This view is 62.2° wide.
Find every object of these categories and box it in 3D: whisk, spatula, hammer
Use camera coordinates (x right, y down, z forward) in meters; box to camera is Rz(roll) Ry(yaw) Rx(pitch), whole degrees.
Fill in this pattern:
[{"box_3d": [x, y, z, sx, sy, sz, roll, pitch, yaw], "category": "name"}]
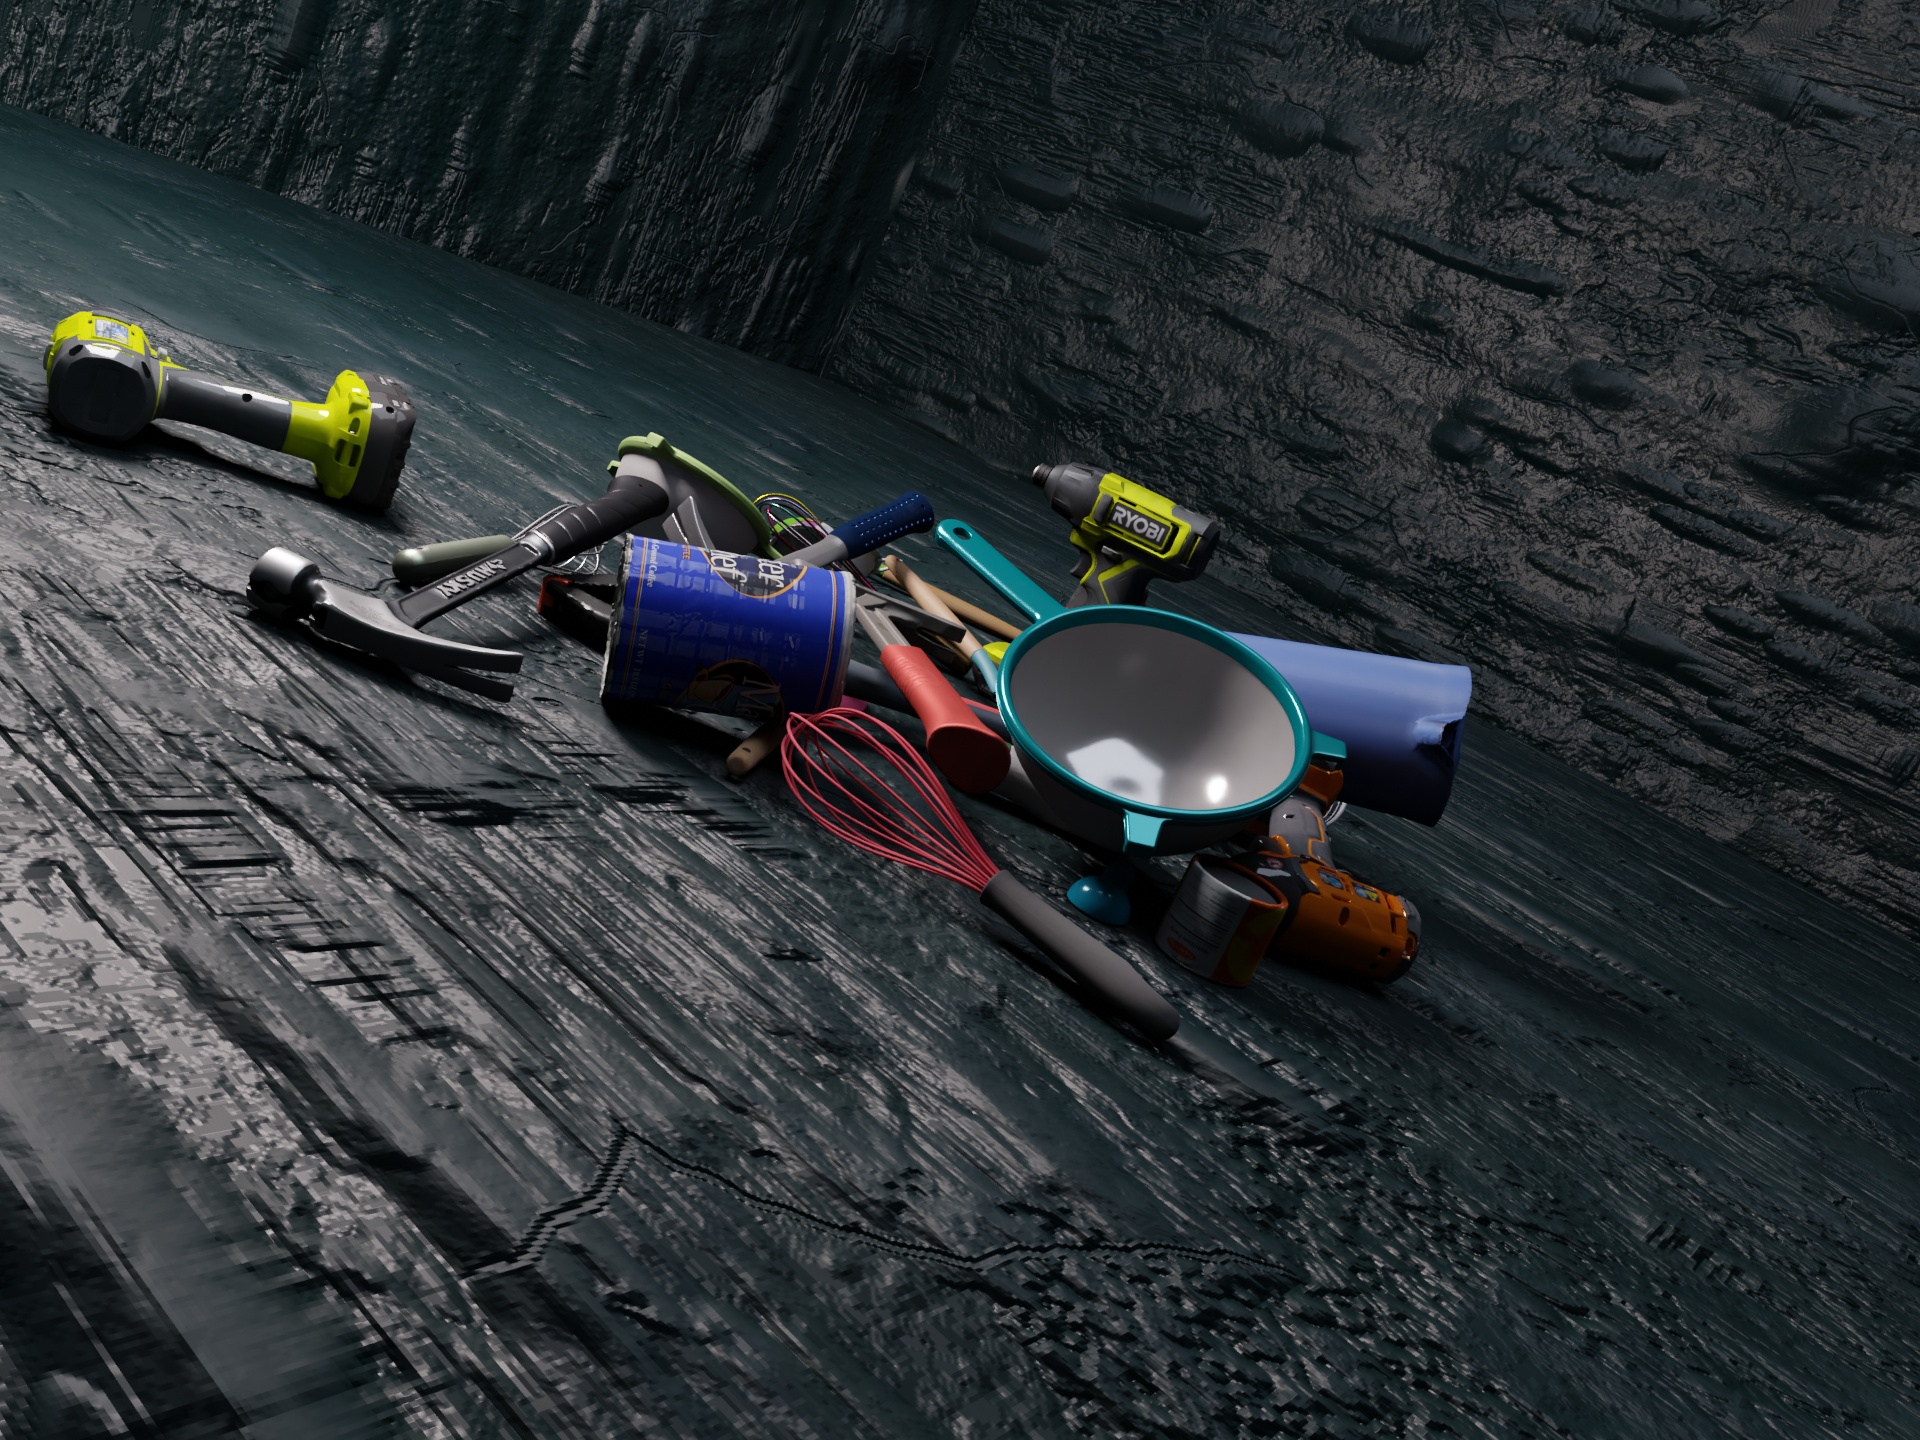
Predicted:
[{"box_3d": [-0.087, -0.122, 1.430, 0.245, 0.051, 0.047, 37, 50, -6], "category": "whisk"}, {"box_3d": [0.011, -0.077, 1.383, 0.082, 0.044, 0.318, 13, 24, -38], "category": "spatula"}, {"box_3d": [-0.278, -0.108, 1.038, 0.149, 0.036, 0.409, 25, 22, 3], "category": "hammer"}, {"box_3d": [0.032, 0.010, 1.195, 0.386, 0.038, 0.143, 17, 16, -39], "category": "hammer"}, {"box_3d": [-0.317, -0.118, 1.120, 0.058, 0.059, 0.246, -10, 8, 19], "category": "whisk"}, {"box_3d": [-0.023, -0.029, 1.051, 0.149, 0.036, 0.359, 22, 12, -21], "category": "hammer"}, {"box_3d": [-0.112, -0.150, 1.348, 0.144, 0.035, 0.405, 51, 25, -1], "category": "hammer"}, {"box_3d": [0.004, 0.081, 0.887, 0.296, 0.073, 0.073, 37, 18, 25], "category": "whisk"}]

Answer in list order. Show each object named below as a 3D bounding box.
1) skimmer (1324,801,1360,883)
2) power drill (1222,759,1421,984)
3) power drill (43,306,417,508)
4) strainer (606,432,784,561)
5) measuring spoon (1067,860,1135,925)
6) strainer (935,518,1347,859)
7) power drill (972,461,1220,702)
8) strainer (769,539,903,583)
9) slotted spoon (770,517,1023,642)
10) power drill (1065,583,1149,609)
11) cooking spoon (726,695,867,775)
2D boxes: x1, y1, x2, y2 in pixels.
[{"box_3d": [0.308, 0.084, 1.314, 0.127, 0.090, 0.363, 21, 14, -12], "category": "skimmer"}, {"box_3d": [0.221, 0.083, 1.139, 0.164, 0.084, 0.227, 20, 28, -18], "category": "power drill"}, {"box_3d": [-0.519, -0.231, 1.127, 0.228, 0.080, 0.191, 12, 18, -32], "category": "power drill"}, {"box_3d": [-0.203, -0.140, 1.377, 0.256, 0.069, 0.151, 38, -17, -20], "category": "strainer"}, {"box_3d": [0.101, 0.102, 1.034, 0.042, 0.021, 0.128, 27, 15, 10], "category": "measuring spoon"}, {"box_3d": [0.082, -0.016, 1.100, 0.211, 0.095, 0.341, -20, 49, -32], "category": "strainer"}, {"box_3d": [0.107, -0.108, 1.413, 0.171, 0.223, 0.080, 28, 14, 14], "category": "power drill"}, {"box_3d": [-0.184, -0.169, 1.538, 0.258, 0.050, 0.086, 16, -26, -7], "category": "strainer"}, {"box_3d": [-0.057, -0.148, 1.708, 0.314, 0.031, 0.070, 26, 13, 2], "category": "slotted spoon"}, {"box_3d": [0.186, -0.048, 1.530, 0.219, 0.143, 0.079, 27, 16, -18], "category": "power drill"}, {"box_3d": [-0.113, -0.005, 1.083, 0.069, 0.017, 0.319, 24, 13, 1], "category": "cooking spoon"}]
